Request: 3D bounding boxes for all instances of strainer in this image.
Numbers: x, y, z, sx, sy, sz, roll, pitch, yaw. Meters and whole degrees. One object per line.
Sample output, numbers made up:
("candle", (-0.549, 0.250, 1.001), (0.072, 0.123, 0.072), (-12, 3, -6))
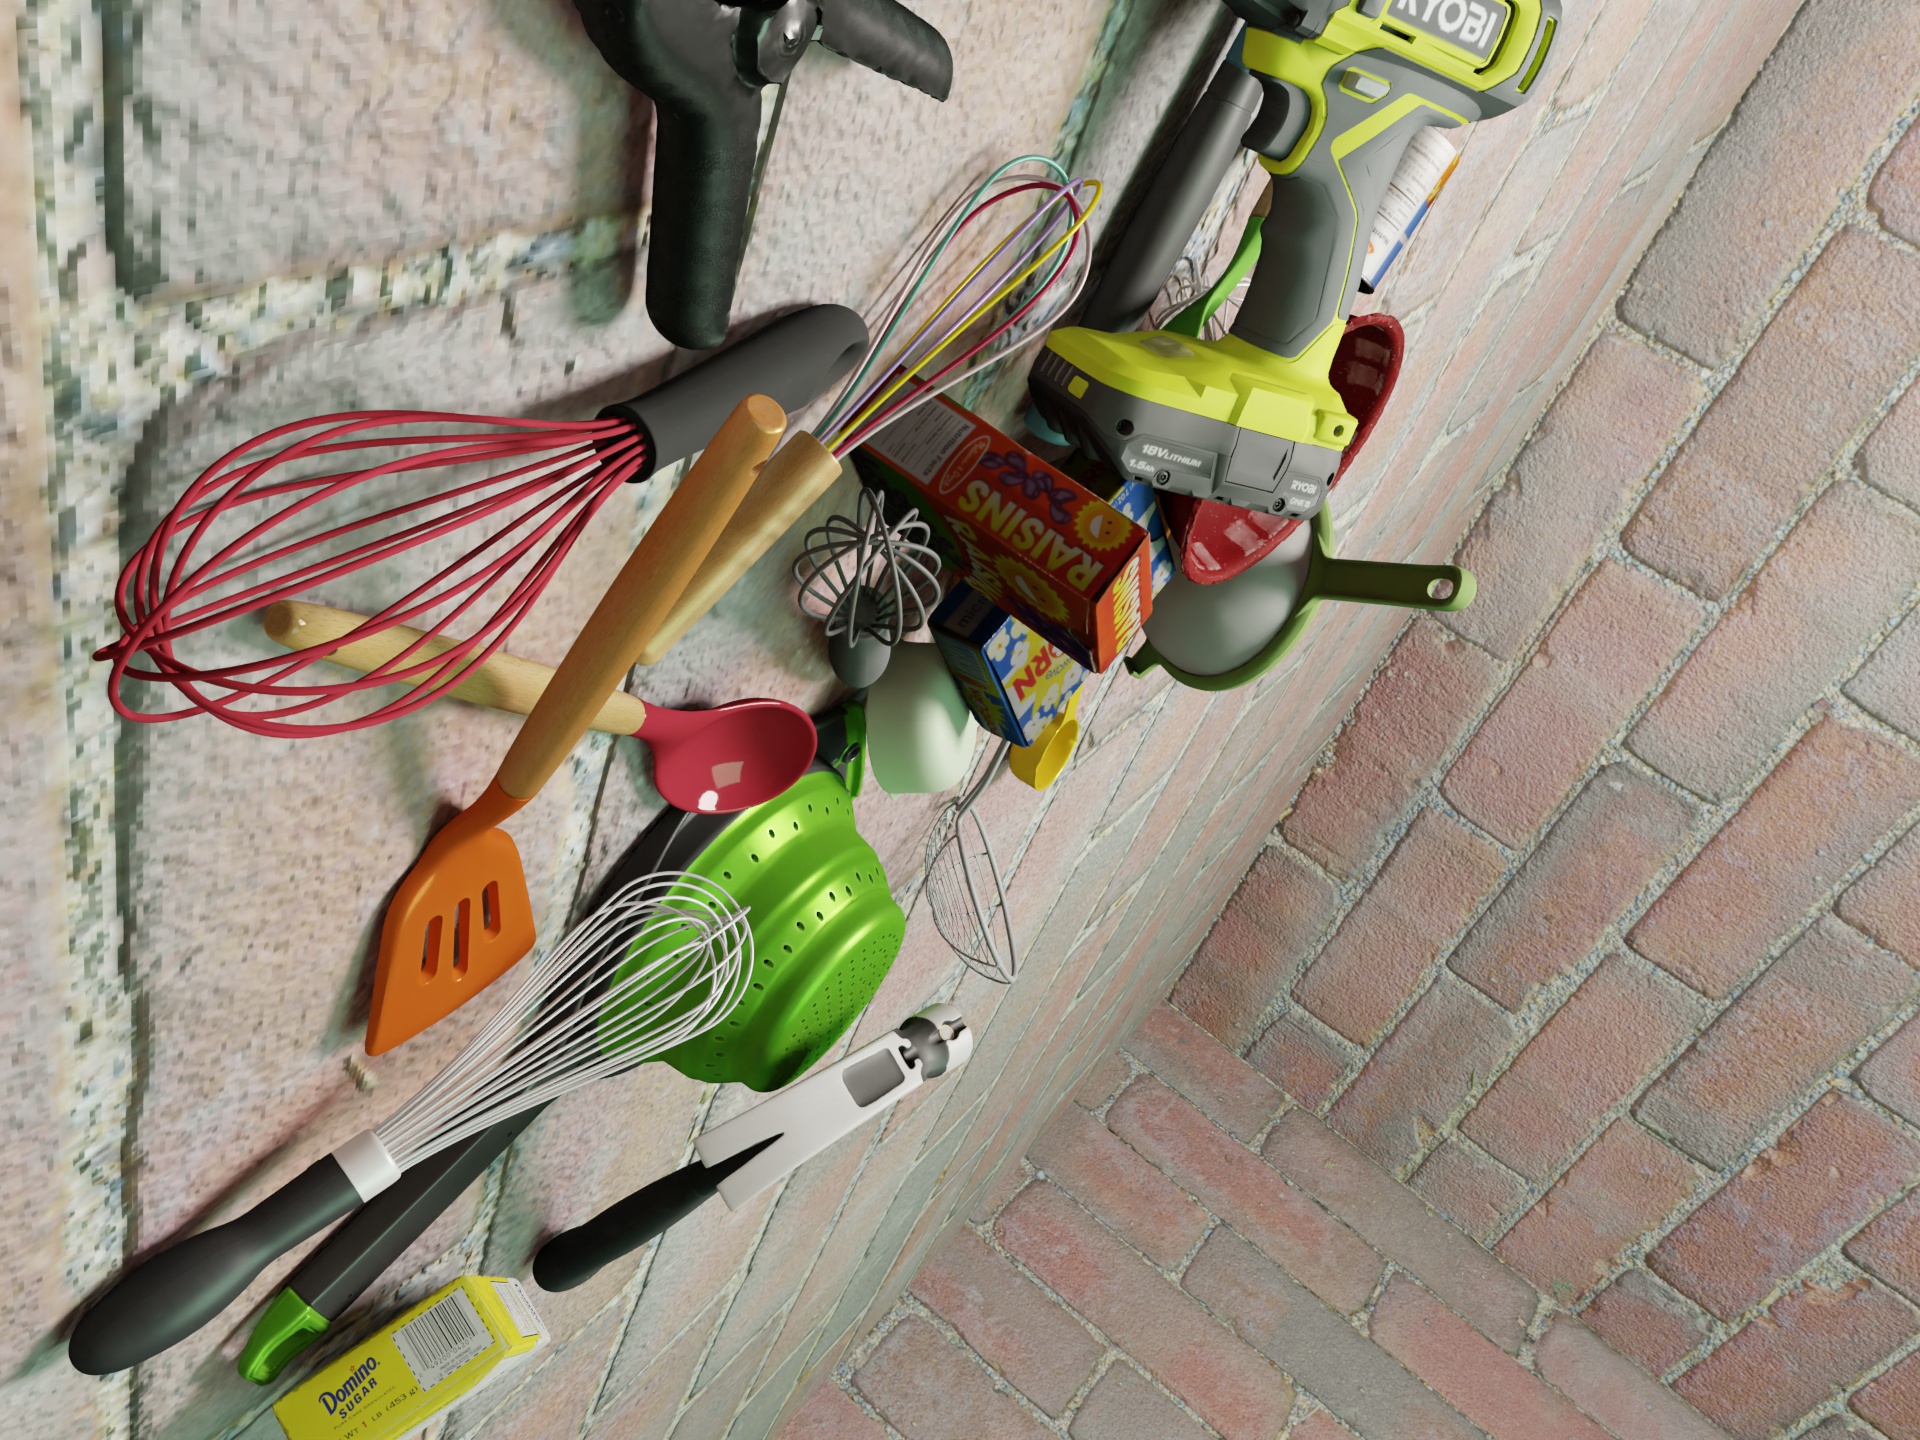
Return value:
("strainer", (0.171, -0.089, 0.903), (0.069, 0.256, 0.151), (16, 89, -33))

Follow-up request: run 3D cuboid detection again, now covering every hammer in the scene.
("hammer", (0.117, -0.267, 0.687), (0.128, 0.033, 0.331), (-25, 148, -60))
("hammer", (-0.139, 0.240, 0.817), (0.146, 0.035, 0.334), (-21, 166, -48))

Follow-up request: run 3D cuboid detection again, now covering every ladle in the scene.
("ladle", (-0.130, -0.004, 0.556), (0.069, 0.031, 0.315), (-37, 163, 9))

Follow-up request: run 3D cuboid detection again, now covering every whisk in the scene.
("whisk", (-0.038, -0.040, 0.638), (0.055, 0.055, 0.239), (-51, 178, -9))
("whisk", (0.144, -0.197, 0.901), (0.059, 0.058, 0.246), (-20, 170, 8))
("whisk", (-0.197, 0.149, 0.606), (0.284, 0.070, 0.070), (-33, 156, -25))
("whisk", (-0.035, -0.113, 0.570), (0.245, 0.047, 0.051), (-47, 145, -8))
("whisk", (-0.105, -0.071, 0.440), (0.296, 0.073, 0.073), (-43, 162, -51))

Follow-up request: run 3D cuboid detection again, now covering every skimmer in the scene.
("skimmer", (0.063, 0.008, 1.006), (0.127, 0.090, 0.363), (-92, -156, -60))

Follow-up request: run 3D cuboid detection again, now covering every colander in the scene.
("colander", (-0.145, 0.163, 0.735), (0.397, 0.094, 0.204), (-46, 162, -25))

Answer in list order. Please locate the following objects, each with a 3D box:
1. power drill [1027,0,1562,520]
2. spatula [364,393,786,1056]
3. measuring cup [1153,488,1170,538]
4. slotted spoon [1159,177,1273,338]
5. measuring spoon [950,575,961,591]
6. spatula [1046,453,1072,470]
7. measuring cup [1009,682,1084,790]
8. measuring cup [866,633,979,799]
("power drill", (0.118, -0.203, 0.620), (0.171, 0.080, 0.223), (7, 115, -31))
("spatula", (-0.125, 0.013, 0.500), (0.081, 0.041, 0.322), (-36, 173, -46))
("measuring cup", (0.057, -0.074, 0.889), (0.173, 0.052, 0.095), (-58, 163, 23))
("slotted spoon", (0.156, -0.255, 0.766), (0.314, 0.031, 0.070), (-58, 177, -17))
("measuring spoon", (-0.005, -0.049, 0.845), (0.021, 0.011, 0.116), (-39, 155, -33))
("spatula", (0.100, -0.145, 0.824), (0.316, 0.018, 0.059), (-26, 165, -38))
("measuring cup", (0.067, -0.024, 1.082), (0.062, 0.029, 0.156), (-30, 140, -54))
("measuring cup", (-0.001, -0.003, 0.828), (0.167, 0.038, 0.083), (-5, 96, -70))
